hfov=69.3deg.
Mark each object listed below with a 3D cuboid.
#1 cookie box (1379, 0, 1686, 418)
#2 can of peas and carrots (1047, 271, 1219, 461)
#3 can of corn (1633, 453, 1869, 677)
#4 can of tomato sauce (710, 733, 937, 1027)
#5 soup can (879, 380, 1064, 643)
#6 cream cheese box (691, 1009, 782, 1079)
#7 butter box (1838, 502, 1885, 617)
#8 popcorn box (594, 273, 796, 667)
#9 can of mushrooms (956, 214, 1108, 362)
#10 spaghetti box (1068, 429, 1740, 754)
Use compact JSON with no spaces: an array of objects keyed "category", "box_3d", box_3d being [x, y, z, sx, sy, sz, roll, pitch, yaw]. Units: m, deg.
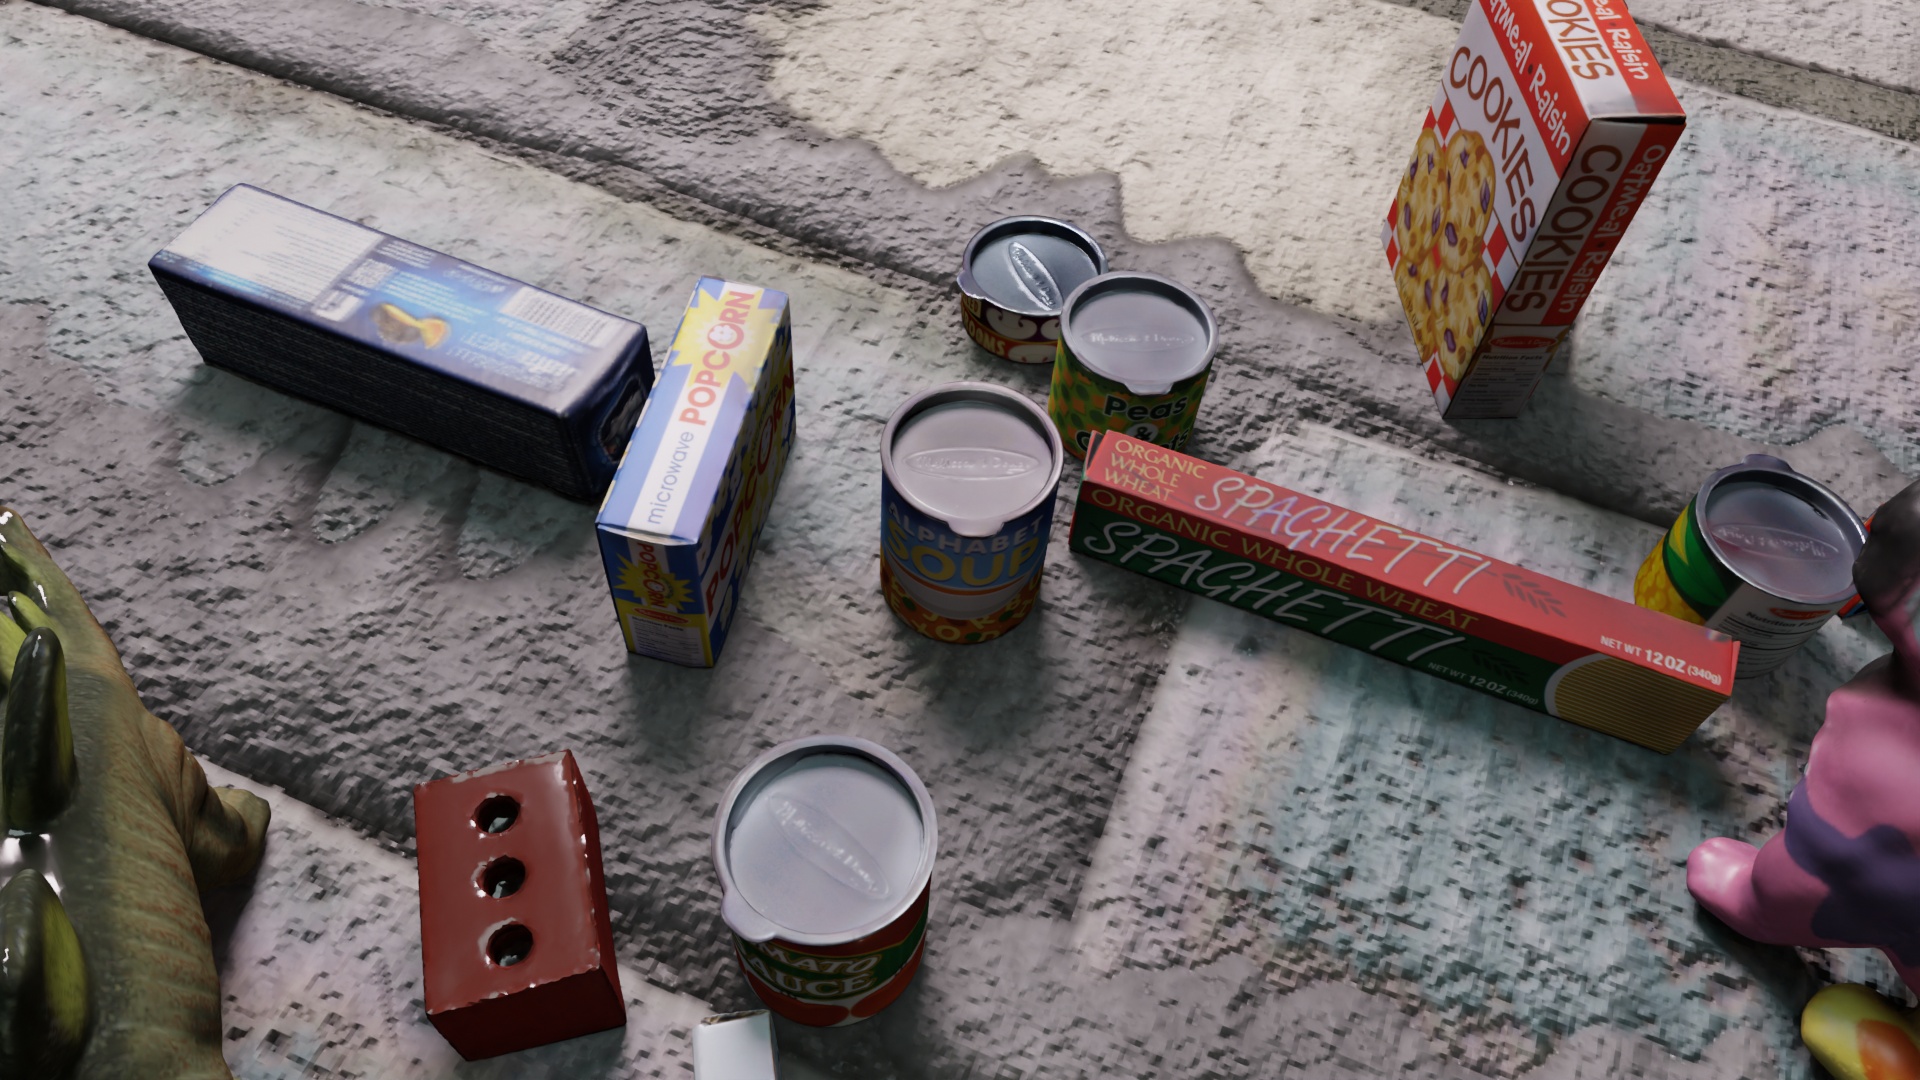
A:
[{"category":"cookie box","box_3d":[0.237,-0.152,0.597,0.040,0.166,0.123,-1,54,-4]},{"category":"can of peas and carrots","box_3d":[0.073,-0.070,0.593,0.071,0.058,0.071,2,54,-2]},{"category":"can of corn","box_3d":[0.312,0.011,0.551,0.071,0.058,0.071,2,54,-2]},{"category":"can of tomato sauce","box_3d":[-0.043,0.111,0.440,0.071,0.082,0.071,2,54,-2]},{"category":"soup can","box_3d":[0.002,-0.007,0.528,0.071,0.083,0.072,2,54,-2]},{"category":"cream cheese box","box_3d":[-0.059,0.194,0.397,0.024,0.053,0.104,-7,55,-9]},{"category":"butter box","box_3d":[0.411,-0.001,0.570,0.104,0.052,0.024,-12,56,-12]},{"category":"popcorn box","box_3d":[-0.098,-0.027,0.535,0.038,0.084,0.127,10,54,4]},{"category":"can of mushrooms","box_3d":[0.031,-0.115,0.639,0.071,0.033,0.071,2,54,-2]},{"category":"spaghetti box","box_3d":[0.163,0.019,0.541,0.250,0.050,0.029,19,56,10]}]
